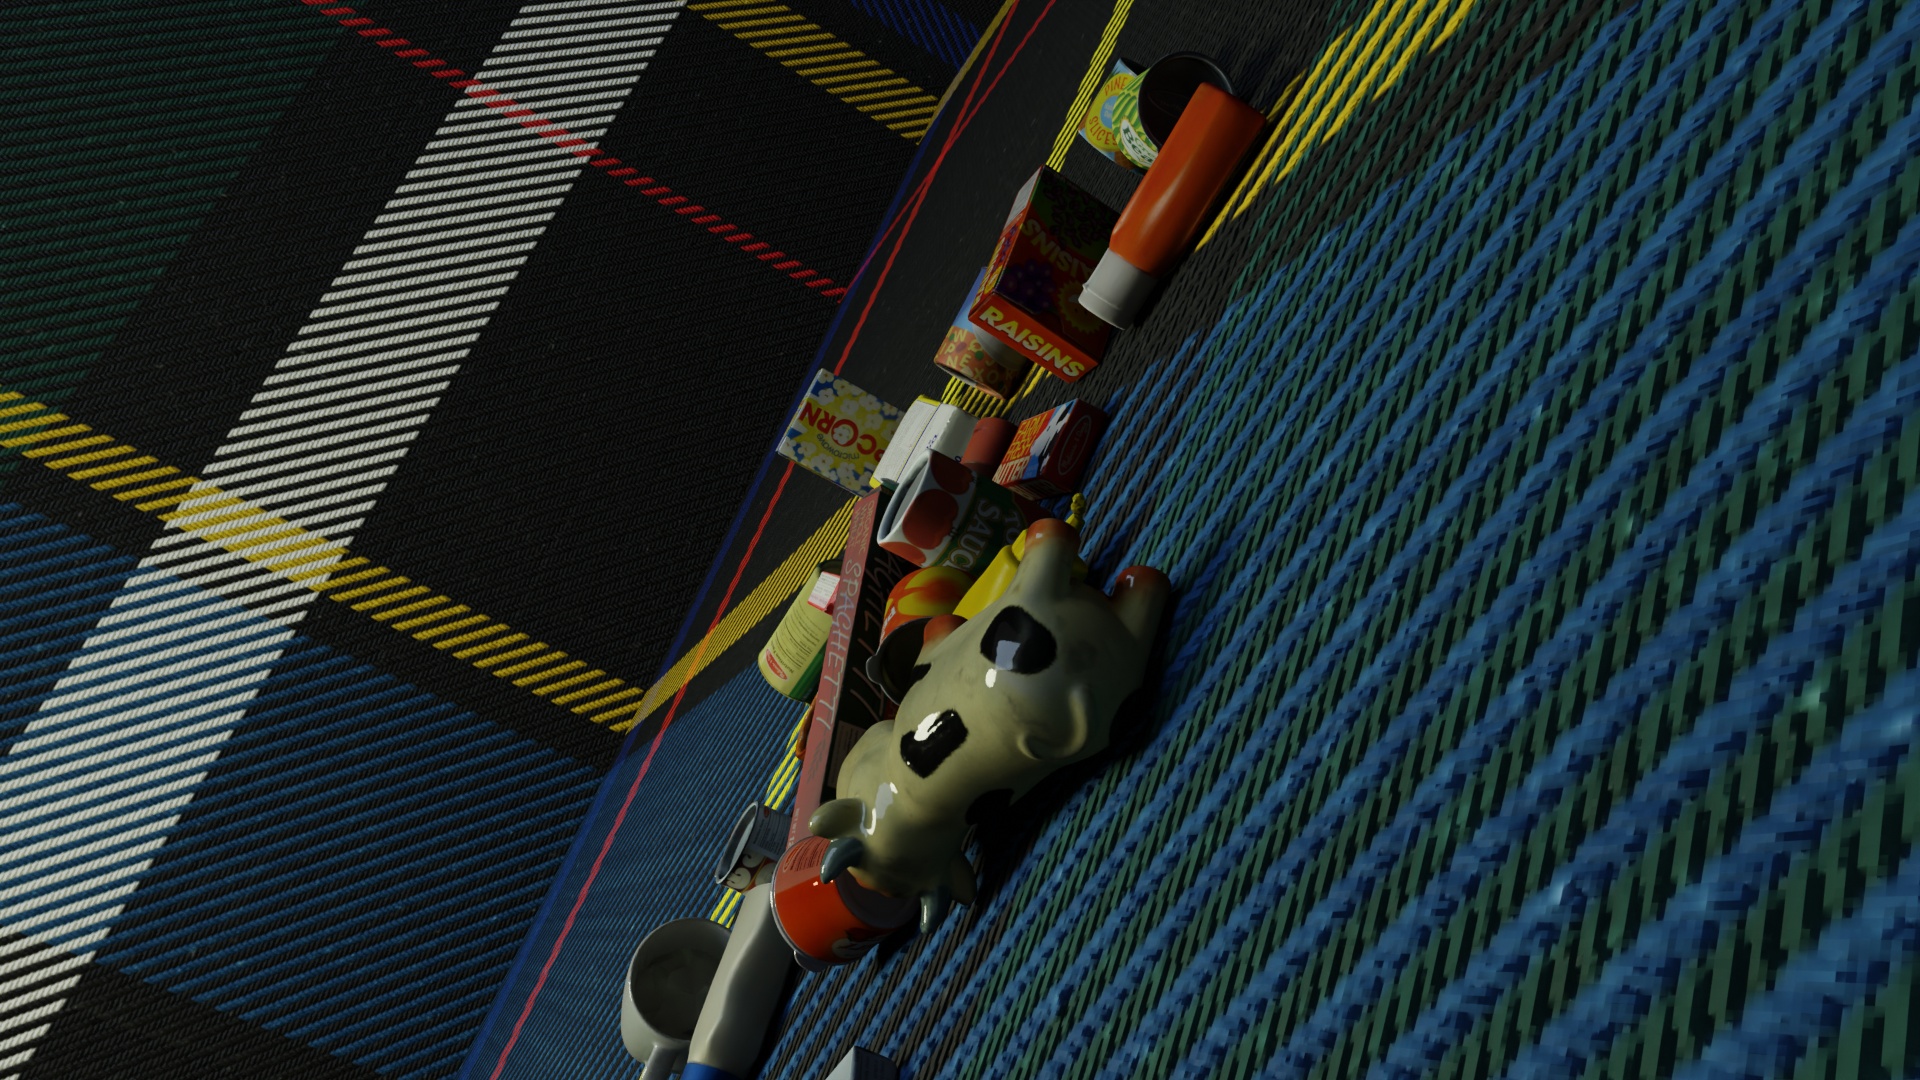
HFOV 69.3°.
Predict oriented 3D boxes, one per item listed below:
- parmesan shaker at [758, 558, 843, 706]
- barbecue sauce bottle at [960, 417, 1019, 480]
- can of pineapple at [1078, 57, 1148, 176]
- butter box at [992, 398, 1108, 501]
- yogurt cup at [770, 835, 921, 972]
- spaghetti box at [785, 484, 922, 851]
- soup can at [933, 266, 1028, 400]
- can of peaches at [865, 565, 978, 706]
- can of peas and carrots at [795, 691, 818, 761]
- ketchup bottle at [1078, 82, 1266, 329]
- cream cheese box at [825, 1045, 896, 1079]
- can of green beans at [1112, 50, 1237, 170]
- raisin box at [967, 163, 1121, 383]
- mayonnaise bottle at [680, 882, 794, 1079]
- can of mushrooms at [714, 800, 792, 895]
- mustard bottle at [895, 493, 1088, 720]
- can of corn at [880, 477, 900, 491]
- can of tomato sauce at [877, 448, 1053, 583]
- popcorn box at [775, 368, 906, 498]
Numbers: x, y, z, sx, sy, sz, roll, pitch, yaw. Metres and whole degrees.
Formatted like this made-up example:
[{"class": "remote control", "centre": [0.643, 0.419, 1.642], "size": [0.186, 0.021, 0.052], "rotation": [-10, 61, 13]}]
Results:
[{"class": "parmesan shaker", "centre": [-0.109, 0.075, 1.127], "size": [0.102, 0.071, 0.071], "rotation": [-54, 15, 26]}, {"class": "barbecue sauce bottle", "centre": [0.003, -0.011, 0.911], "size": [0.064, 0.043, 0.149], "rotation": [-31, 32, 60]}, {"class": "can of pineapple", "centre": [0.125, -0.300, 0.985], "size": [0.057, 0.071, 0.071], "rotation": [-57, 14, 26]}, {"class": "butter box", "centre": [0.052, -0.053, 0.851], "size": [0.053, 0.024, 0.103], "rotation": [-64, 13, -11]}, {"class": "yogurt cup", "centre": [-0.055, 0.176, 0.705], "size": [0.053, 0.072, 0.073], "rotation": [-37, 26, 44]}, {"class": "spaghetti box", "centre": [-0.055, 0.088, 0.809], "size": [0.028, 0.050, 0.251], "rotation": [-23, 49, 46]}, {"class": "soup can", "centre": [0.028, -0.160, 1.077], "size": [0.083, 0.071, 0.071], "rotation": [-62, 13, 1]}, {"class": "can of peaches", "centre": [-0.015, 0.056, 0.780], "size": [0.071, 0.071, 0.058], "rotation": [-55, 13, 26]}, {"class": "can of peas and carrots", "centre": [-0.063, 0.119, 0.863], "size": [0.070, 0.059, 0.071], "rotation": [-57, 13, 22]}, {"class": "ketchup bottle", "centre": [0.124, -0.199, 0.834], "size": [0.148, 0.043, 0.065], "rotation": [-58, 13, 17]}, {"class": "cream cheese box", "centre": [-0.051, 0.269, 0.581], "size": [0.053, 0.024, 0.104], "rotation": [-55, 15, 22]}, {"class": "can of green beans", "centre": [0.136, -0.274, 0.891], "size": [0.071, 0.071, 0.058], "rotation": [-62, 12, 0]}, {"class": "raisin box", "centre": [0.065, -0.177, 0.921], "size": [0.040, 0.086, 0.124], "rotation": [-35, 29, 54]}, {"class": "mayonnaise bottle", "centre": [-0.133, 0.284, 0.835], "size": [0.064, 0.041, 0.149], "rotation": [-46, 21, 55]}, {"class": "can of mushrooms", "centre": [-0.154, 0.232, 1.034], "size": [0.070, 0.033, 0.071], "rotation": [-56, 15, 23]}, {"class": "mustard bottle", "centre": [0.023, 0.045, 0.706], "size": [0.159, 0.049, 0.065], "rotation": [-57, 15, 17]}, {"class": "can of corn", "centre": [-0.040, -0.004, 1.003], "size": [0.058, 0.071, 0.071], "rotation": [-65, 13, -9]}, {"class": "can of tomato sauce", "centre": [0.003, -0.007, 0.814], "size": [0.071, 0.083, 0.071], "rotation": [-57, 14, 22]}, {"class": "popcorn box", "centre": [-0.088, -0.086, 1.232], "size": [0.085, 0.127, 0.038], "rotation": [-62, 9, -2]}]
